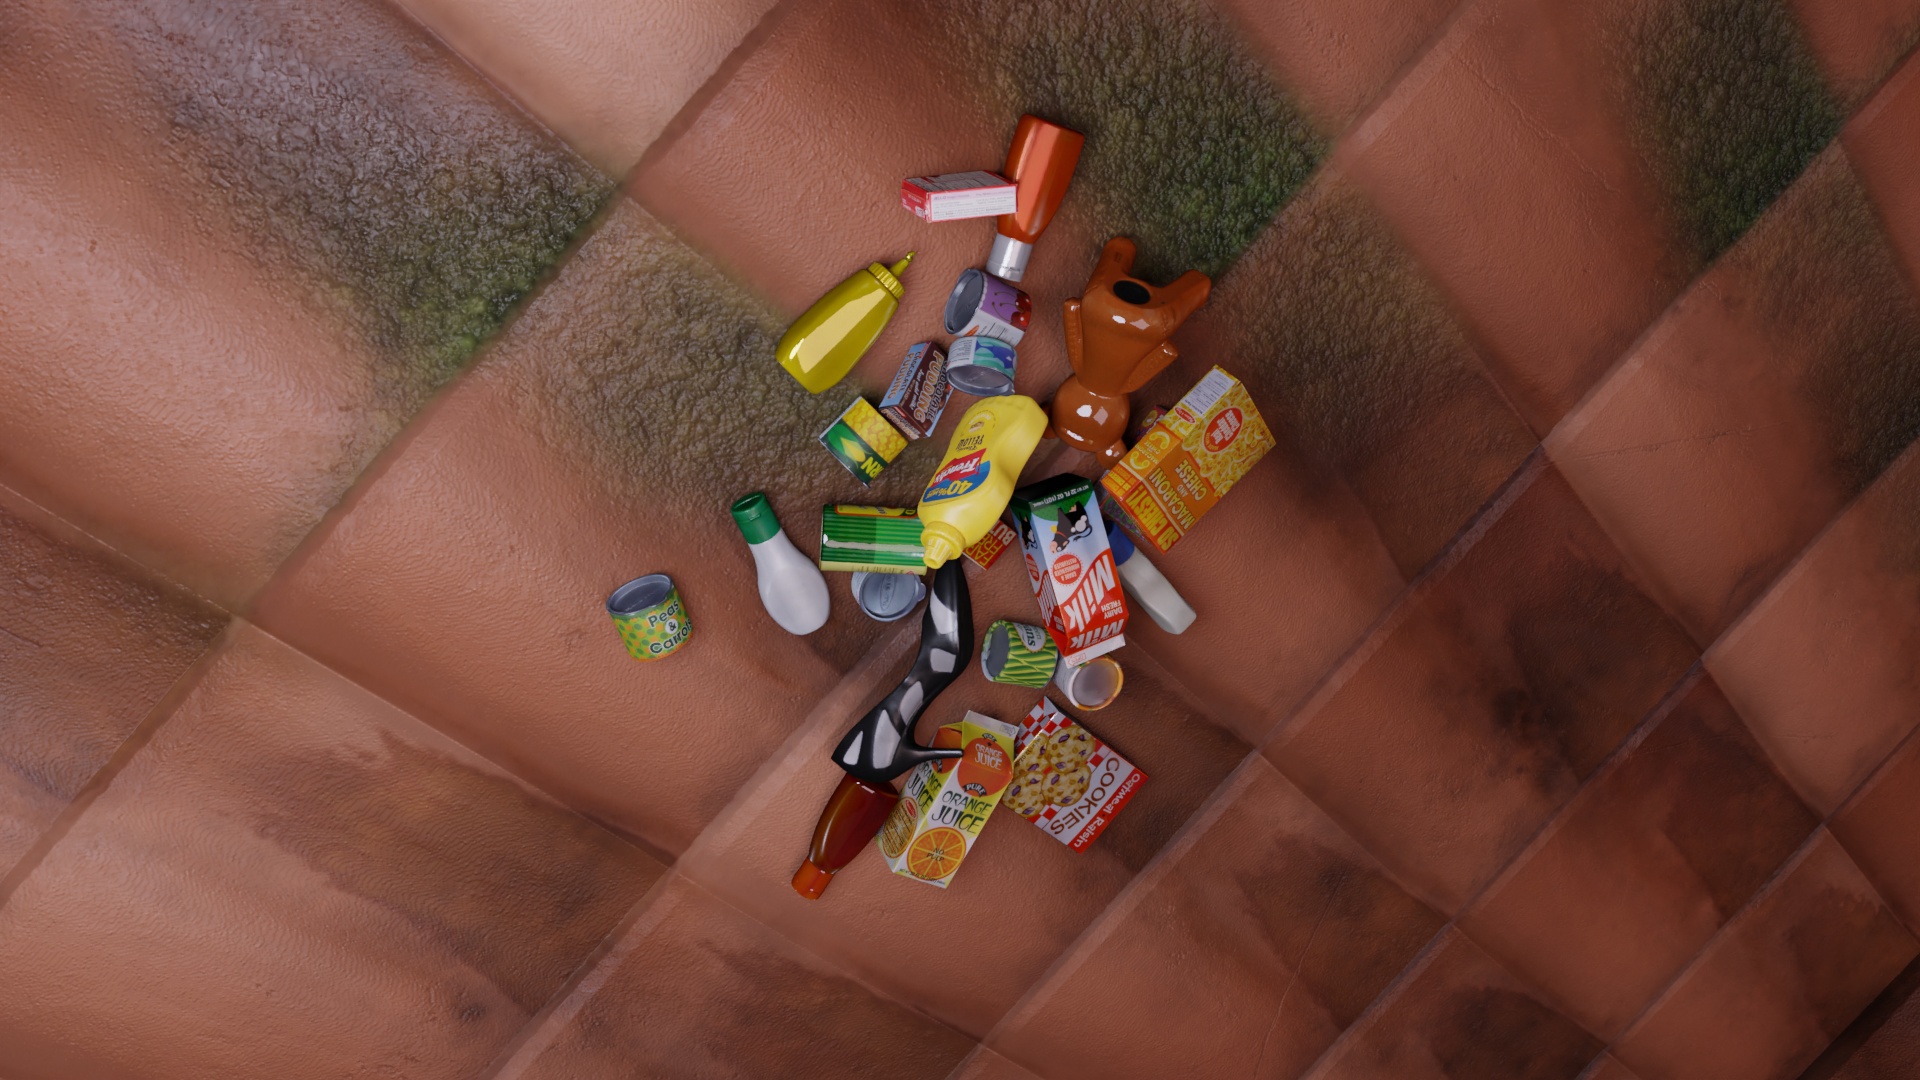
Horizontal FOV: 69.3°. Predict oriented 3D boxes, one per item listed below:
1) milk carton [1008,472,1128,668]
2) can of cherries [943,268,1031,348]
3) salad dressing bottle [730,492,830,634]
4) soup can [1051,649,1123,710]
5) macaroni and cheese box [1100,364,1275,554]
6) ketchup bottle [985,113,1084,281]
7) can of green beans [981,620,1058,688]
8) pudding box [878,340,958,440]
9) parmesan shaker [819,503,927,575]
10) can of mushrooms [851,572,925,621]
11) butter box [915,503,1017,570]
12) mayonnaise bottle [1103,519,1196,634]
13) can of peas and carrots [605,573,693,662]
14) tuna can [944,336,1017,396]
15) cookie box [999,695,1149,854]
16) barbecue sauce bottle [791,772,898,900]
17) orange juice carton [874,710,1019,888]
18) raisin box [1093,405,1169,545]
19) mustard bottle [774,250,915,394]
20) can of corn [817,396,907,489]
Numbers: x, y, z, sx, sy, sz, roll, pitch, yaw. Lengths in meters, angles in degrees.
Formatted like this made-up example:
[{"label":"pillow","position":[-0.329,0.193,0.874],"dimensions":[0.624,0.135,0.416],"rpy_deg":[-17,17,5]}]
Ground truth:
[{"label":"milk carton","position":[0.115,0.033,1.431],"dimensions":[0.072,0.073,0.190],"rpy_deg":[-20,103,-13]},{"label":"can of cherries","position":[0.026,-0.219,1.318],"dimensions":[0.058,0.072,0.071],"rpy_deg":[20,104,-28]},{"label":"salad dressing bottle","position":[-0.176,0.022,1.353],"dimensions":[0.064,0.044,0.147],"rpy_deg":[-27,118,-7]},{"label":"soup can","position":[0.132,0.136,1.502],"dimensions":[0.071,0.084,0.071],"rpy_deg":[-9,115,-19]},{"label":"macaroni and cheese box","position":[0.232,-0.080,1.410],"dimensions":[0.166,0.040,0.123],"rpy_deg":[-45,139,0]},{"label":"ketchup bottle","position":[0.064,-0.319,1.301],"dimensions":[0.065,0.043,0.148],"rpy_deg":[10,108,-28]},{"label":"can of green beans","position":[0.062,0.121,1.478],"dimensions":[0.058,0.071,0.071],"rpy_deg":[12,107,-25]},{"label":"pudding box","position":[-0.038,-0.142,1.322],"dimensions":[0.049,0.030,0.084],"rpy_deg":[45,56,-32]},{"label":"parmesan shaker","position":[-0.084,-0.001,1.351],"dimensions":[0.103,0.071,0.071],"rpy_deg":[3,112,-7]},{"label":"can of mushrooms","position":[-0.074,0.046,1.410],"dimensions":[0.071,0.033,0.070],"rpy_deg":[-8,114,-19]},{"label":"butter box","position":[0.005,-0.018,1.419],"dimensions":[0.103,0.024,0.053],"rpy_deg":[37,96,-30]},{"label":"mayonnaise bottle","position":[0.194,0.038,1.500],"dimensions":[0.041,0.065,0.147],"rpy_deg":[-45,117,-2]},{"label":"can of peas and carrots","position":[-0.291,0.073,1.312],"dimensions":[0.071,0.071,0.058],"rpy_deg":[-24,120,-11]},{"label":"tuna can","position":[0.022,-0.164,1.314],"dimensions":[0.071,0.071,0.033],"rpy_deg":[19,69,-28]},{"label":"cookie box","position":[0.117,0.270,1.579],"dimensions":[0.167,0.040,0.123],"rpy_deg":[38,94,-30]},{"label":"barbecue sauce bottle","position":[-0.130,0.319,1.500],"dimensions":[0.065,0.044,0.148],"rpy_deg":[27,100,-29]},{"label":"orange juice carton","position":[-0.010,0.274,1.511],"dimensions":[0.072,0.073,0.192],"rpy_deg":[25,101,-28]},{"label":"raisin box","position":[0.204,-0.069,1.469],"dimensions":[0.086,0.040,0.123],"rpy_deg":[35,95,-29]},{"label":"mustard bottle","position":[-0.098,-0.208,1.281],"dimensions":[0.160,0.049,0.065],"rpy_deg":[-45,121,0]},{"label":"can of corn","position":[-0.091,-0.093,1.322],"dimensions":[0.058,0.071,0.071],"rpy_deg":[-45,121,1]}]
